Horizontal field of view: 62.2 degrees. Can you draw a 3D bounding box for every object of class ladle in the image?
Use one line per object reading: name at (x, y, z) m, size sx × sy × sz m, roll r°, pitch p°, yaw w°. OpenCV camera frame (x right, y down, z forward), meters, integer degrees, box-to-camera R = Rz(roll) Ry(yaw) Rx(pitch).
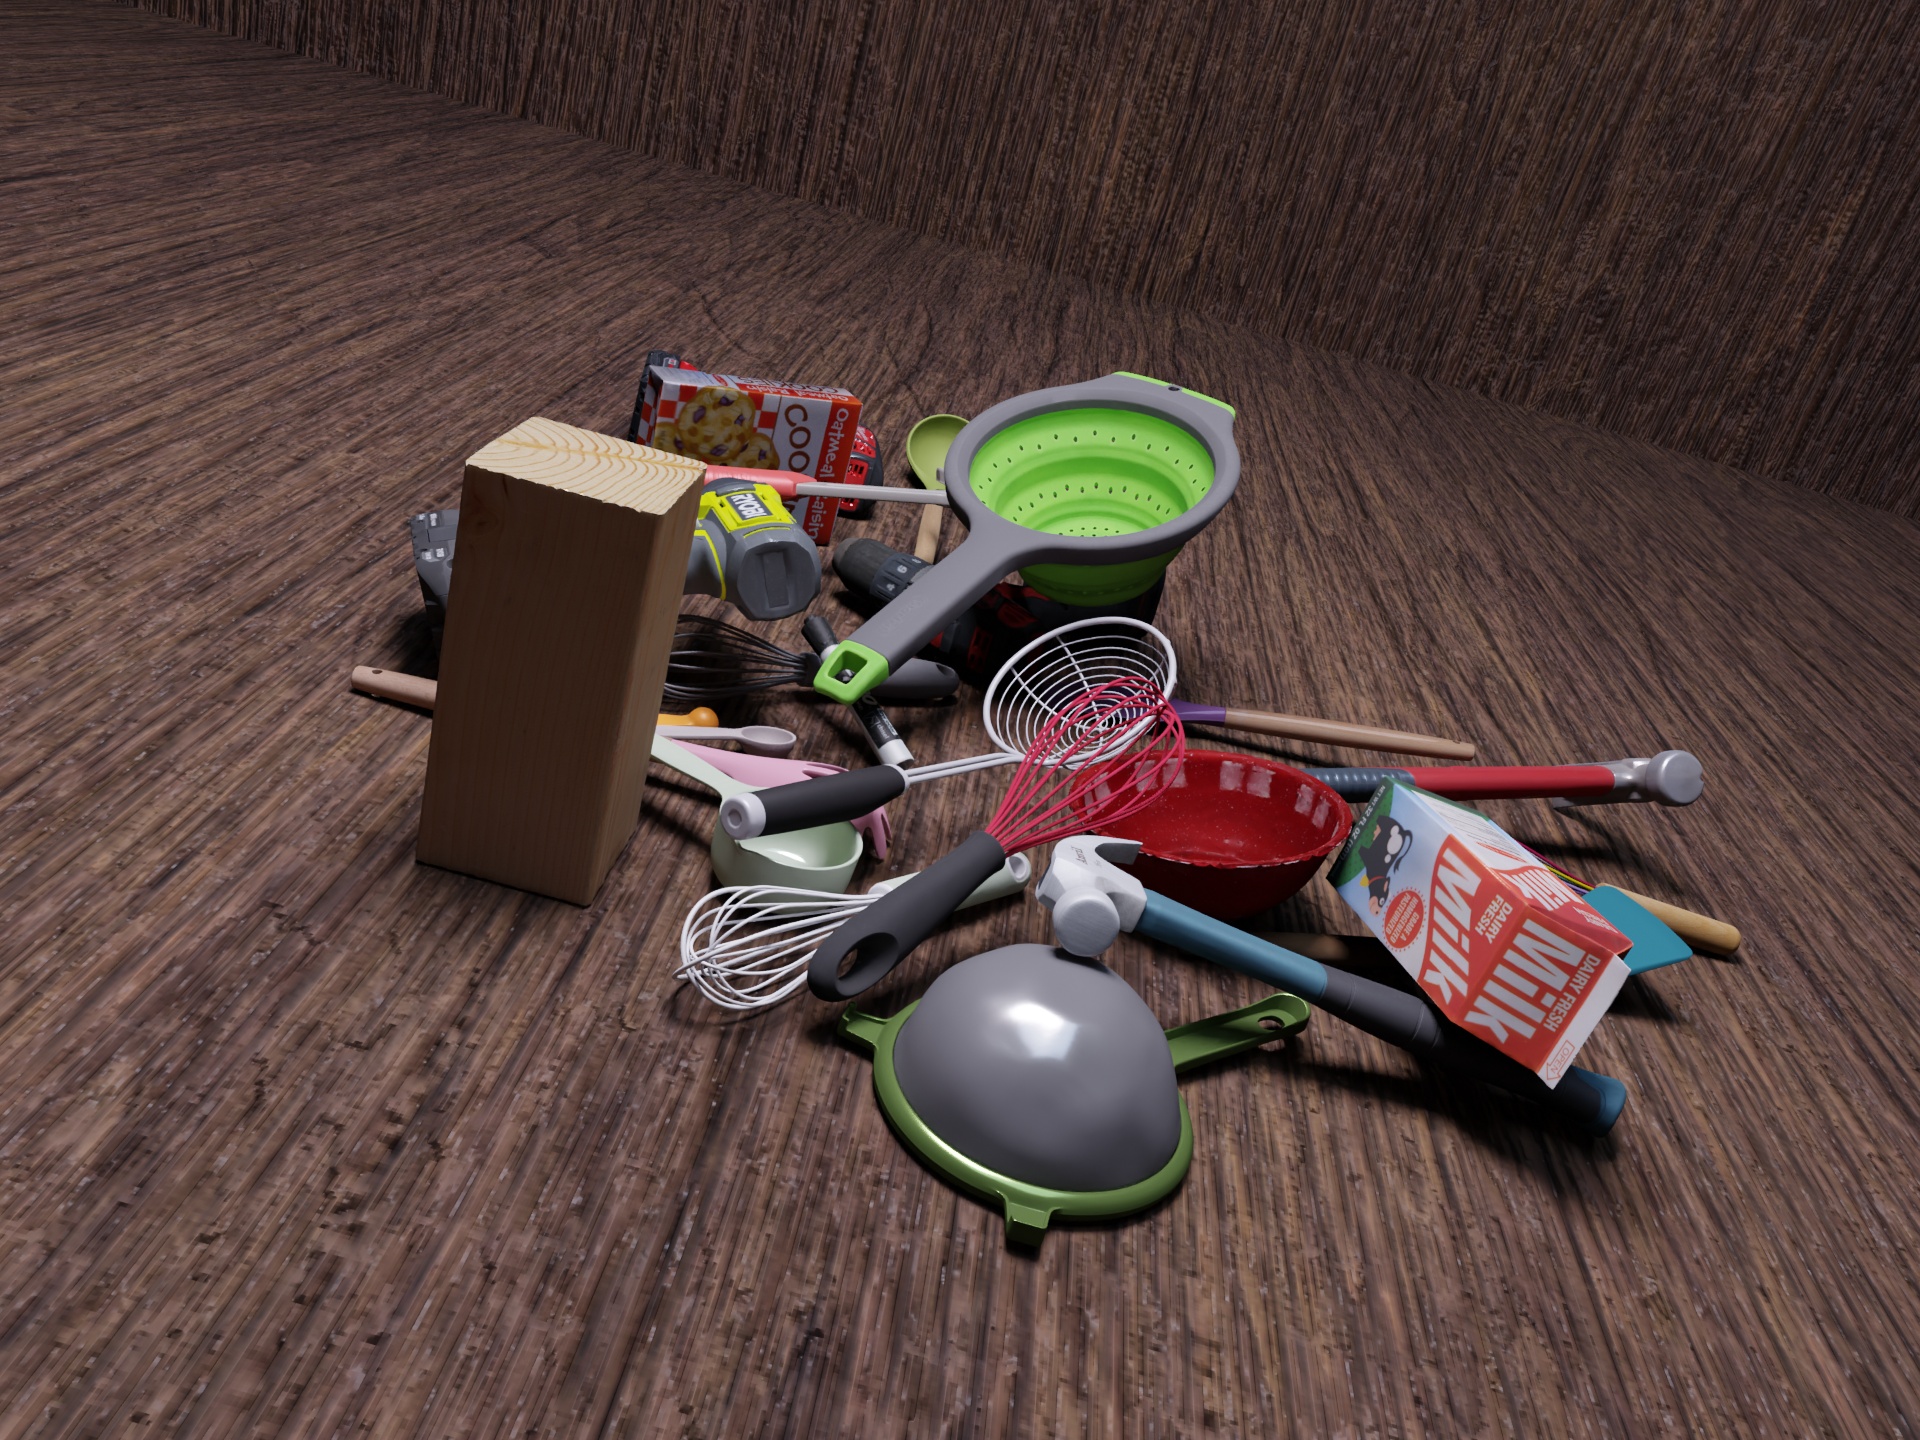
ladle at (-0.021, -0.194, 1.395) m, size 0.078 × 0.062 × 0.320 m, roll 16°, pitch 27°, yaw -5°

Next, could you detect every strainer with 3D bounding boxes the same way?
strainer at (0.082, 0.142, 0.744) m, size 0.256 × 0.069 × 0.152 m, roll -6°, pitch 33°, yaw -37°

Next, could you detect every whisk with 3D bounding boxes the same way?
whisk at (-0.045, 0.096, 0.800) m, size 0.246 × 0.059 × 0.058 m, roll -9°, pitch 72°, yaw -49°
whisk at (0.025, 0.057, 0.815) m, size 0.073 × 0.073 × 0.296 m, roll 30°, pitch 44°, yaw 26°
whisk at (-0.102, -0.034, 1.031) m, size 0.238 × 0.055 × 0.055 m, roll 4°, pitch 27°, yaw -33°
whisk at (0.394, 0.110, 1.038) m, size 0.245 × 0.047 × 0.051 m, roll 18°, pitch 23°, yaw -7°

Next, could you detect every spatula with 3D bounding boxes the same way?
spatula at (0.271, 0.126, 0.923) m, size 0.317 × 0.044 × 0.082 m, roll 5°, pitch 24°, yaw -20°
spatula at (0.215, 0.001, 1.149) m, size 0.316 × 0.018 × 0.060 m, roll 8°, pitch 23°, yaw -1°

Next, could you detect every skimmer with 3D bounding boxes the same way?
skimmer at (-0.001, -0.003, 0.904) m, size 0.127 × 0.090 × 0.363 m, roll 9°, pitch 12°, yaw 35°

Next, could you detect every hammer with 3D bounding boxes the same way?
hammer at (0.189, 0.137, 0.796) m, size 0.331 × 0.033 × 0.128 m, roll 24°, pitch 12°, yaw -9°
hammer at (0.299, 0.044, 1.085) m, size 0.386 × 0.038 × 0.143 m, roll 0°, pitch -5°, yaw -17°
hammer at (-0.155, -0.177, 1.187) m, size 0.359 × 0.036 × 0.149 m, roll 1°, pitch 15°, yaw -19°

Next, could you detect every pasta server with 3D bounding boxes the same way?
pasta server at (-0.190, 0.018, 0.892) m, size 0.316 × 0.040 × 0.060 m, roll 13°, pitch 25°, yaw 3°

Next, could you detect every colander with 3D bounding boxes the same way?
colander at (0.043, -0.102, 1.080) m, size 0.205 × 0.094 × 0.397 m, roll 25°, pitch 50°, yaw 29°

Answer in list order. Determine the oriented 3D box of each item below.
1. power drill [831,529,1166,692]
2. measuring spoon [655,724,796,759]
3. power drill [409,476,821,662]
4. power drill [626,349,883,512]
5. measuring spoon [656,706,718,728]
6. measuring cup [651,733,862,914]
power drill at (0.031, -0.102, 1.216) m, size 0.188 × 0.080 × 0.226 m, roll 31°, pitch 32°, yaw 29°
measuring spoon at (-0.159, 0.014, 0.935) m, size 0.124 × 0.018 × 0.034 m, roll 2°, pitch 16°, yaw -13°
power drill at (-0.212, -0.097, 0.971) m, size 0.223 × 0.080 × 0.171 m, roll -12°, pitch 27°, yaw -16°
power drill at (-0.176, -0.250, 1.397) m, size 0.219 × 0.078 × 0.143 m, roll 13°, pitch 25°, yaw -13°
measuring spoon at (-0.199, -0.004, 0.944) m, size 0.116 × 0.011 × 0.021 m, roll 3°, pitch 28°, yaw -27°
measuring cup at (-0.128, 0.050, 0.841) m, size 0.168 × 0.038 × 0.083 m, roll 29°, pitch 25°, yaw 24°
